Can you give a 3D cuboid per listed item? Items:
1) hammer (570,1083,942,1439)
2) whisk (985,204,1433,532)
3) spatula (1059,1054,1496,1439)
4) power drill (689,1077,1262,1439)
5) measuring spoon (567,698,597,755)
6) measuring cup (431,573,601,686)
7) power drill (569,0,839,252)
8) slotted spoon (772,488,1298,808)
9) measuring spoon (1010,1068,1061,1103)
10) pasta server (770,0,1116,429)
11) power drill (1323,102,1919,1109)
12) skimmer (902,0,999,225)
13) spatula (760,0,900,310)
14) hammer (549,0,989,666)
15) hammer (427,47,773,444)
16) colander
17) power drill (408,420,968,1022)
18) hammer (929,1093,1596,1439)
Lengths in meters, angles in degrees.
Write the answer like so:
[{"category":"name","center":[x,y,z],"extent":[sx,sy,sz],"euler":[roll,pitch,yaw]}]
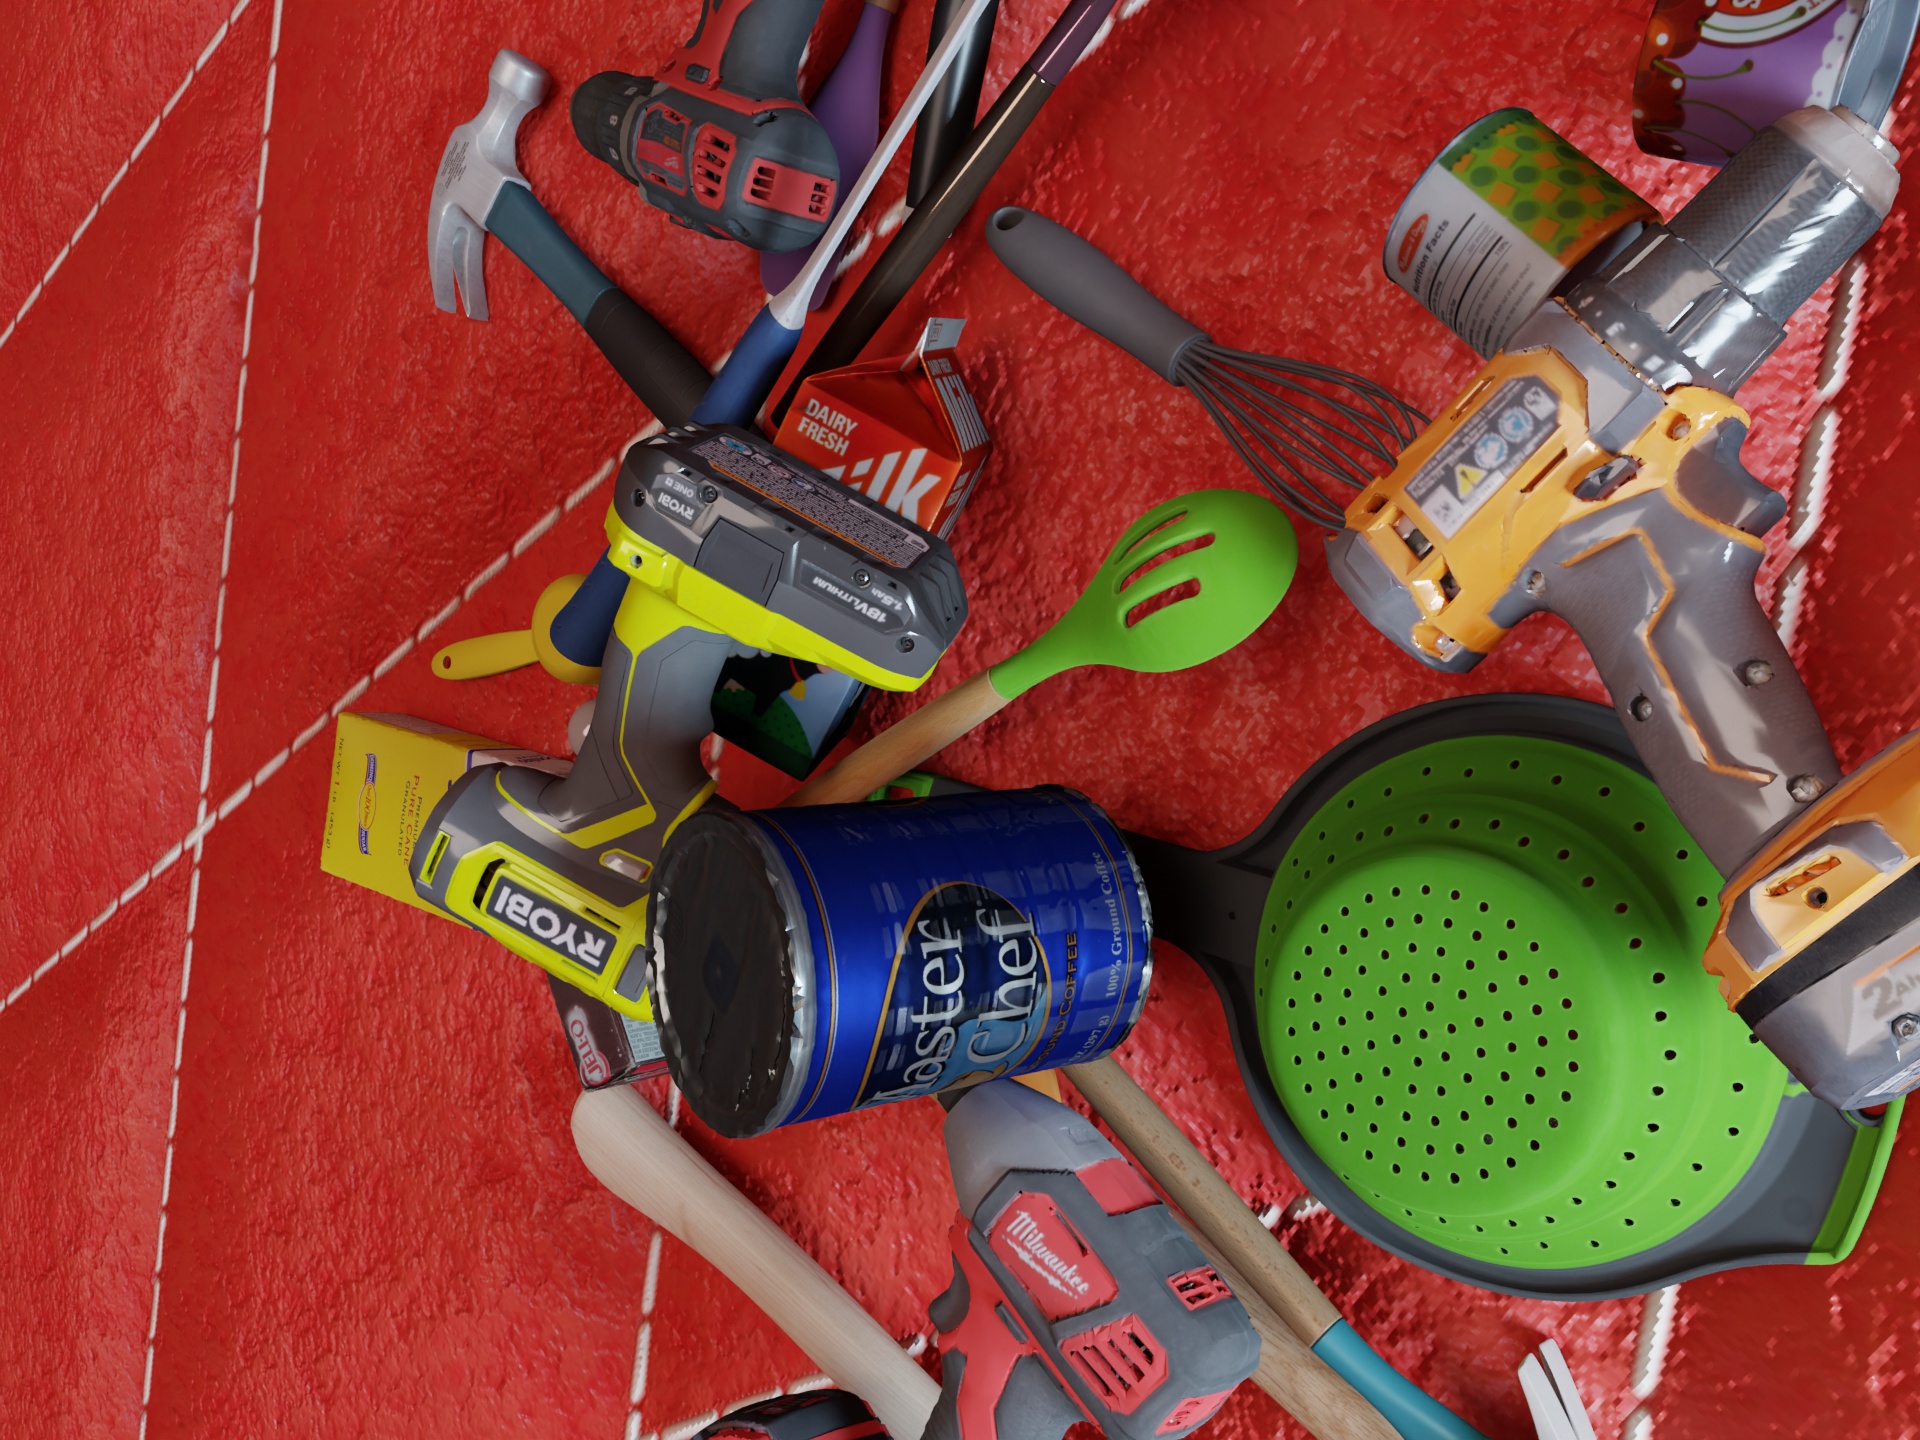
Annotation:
[{"category":"hammer","center":[-0.032,0.269,0.667],"extent":[0.411,0.038,0.146],"euler":[32,121,33]},{"category":"whisk","center":[0.087,-0.138,0.595],"extent":[0.239,0.055,0.055],"euler":[44,114,32]},{"category":"spatula","center":[0.102,0.190,0.542],"extent":[0.318,0.044,0.082],"euler":[45,121,29]},{"category":"power drill","center":[-0.006,0.236,0.570],"extent":[0.143,0.078,0.219],"euler":[48,112,32]},{"category":"measuring spoon","center":[-0.154,-0.015,0.780],"extent":[0.124,0.018,0.034],"euler":[-32,72,30]},{"category":"measuring cup","center":[-0.232,-0.040,0.828],"extent":[0.156,0.029,0.062],"euler":[-9,85,32]},{"category":"power drill","center":[-0.102,-0.335,0.704],"extent":[0.188,0.080,0.226],"euler":[36,116,42]},{"category":"slotted spoon","center":[-0.001,-0.002,0.632],"extent":[0.313,0.031,0.070],"euler":[-32,50,37]},{"category":"measuring spoon","center":[0.030,0.159,0.613],"extent":[0.021,0.011,0.117],"euler":[-21,74,32]},{"category":"pasta server","center":[0.021,-0.229,0.632],"extent":[0.316,0.040,0.060],"euler":[-47,24,28]},{"category":"power drill","center":[0.223,-0.038,0.423],"extent":[0.185,0.084,0.226],"euler":[-49,53,27]},{"category":"skimmer","center":[0.044,-0.376,0.635],"extent":[0.127,0.090,0.363],"euler":[31,117,39]},{"category":"spatula","center":[-0.028,-0.336,0.693],"extent":[0.060,0.018,0.316],"euler":[32,109,34]},{"category":"hammer","center":[-0.066,-0.170,0.635],"extent":[0.405,0.035,0.144],"euler":[-51,18,30]},{"category":"hammer","center":[-0.167,-0.194,0.782],"extent":[0.331,0.033,0.128],"euler":[47,114,26]},{"category":"colander","center":[0.098,0.075,0.552],"extent":[0.397,0.094,0.204],"euler":[15,98,35]},{"category":"power drill","center":[-0.090,0.021,0.616],"extent":[0.190,0.080,0.228],"euler":[29,111,1]},{"category":"hammer","center":[0.090,0.209,0.596],"extent":[0.332,0.031,0.130],"euler":[36,110,30]}]
